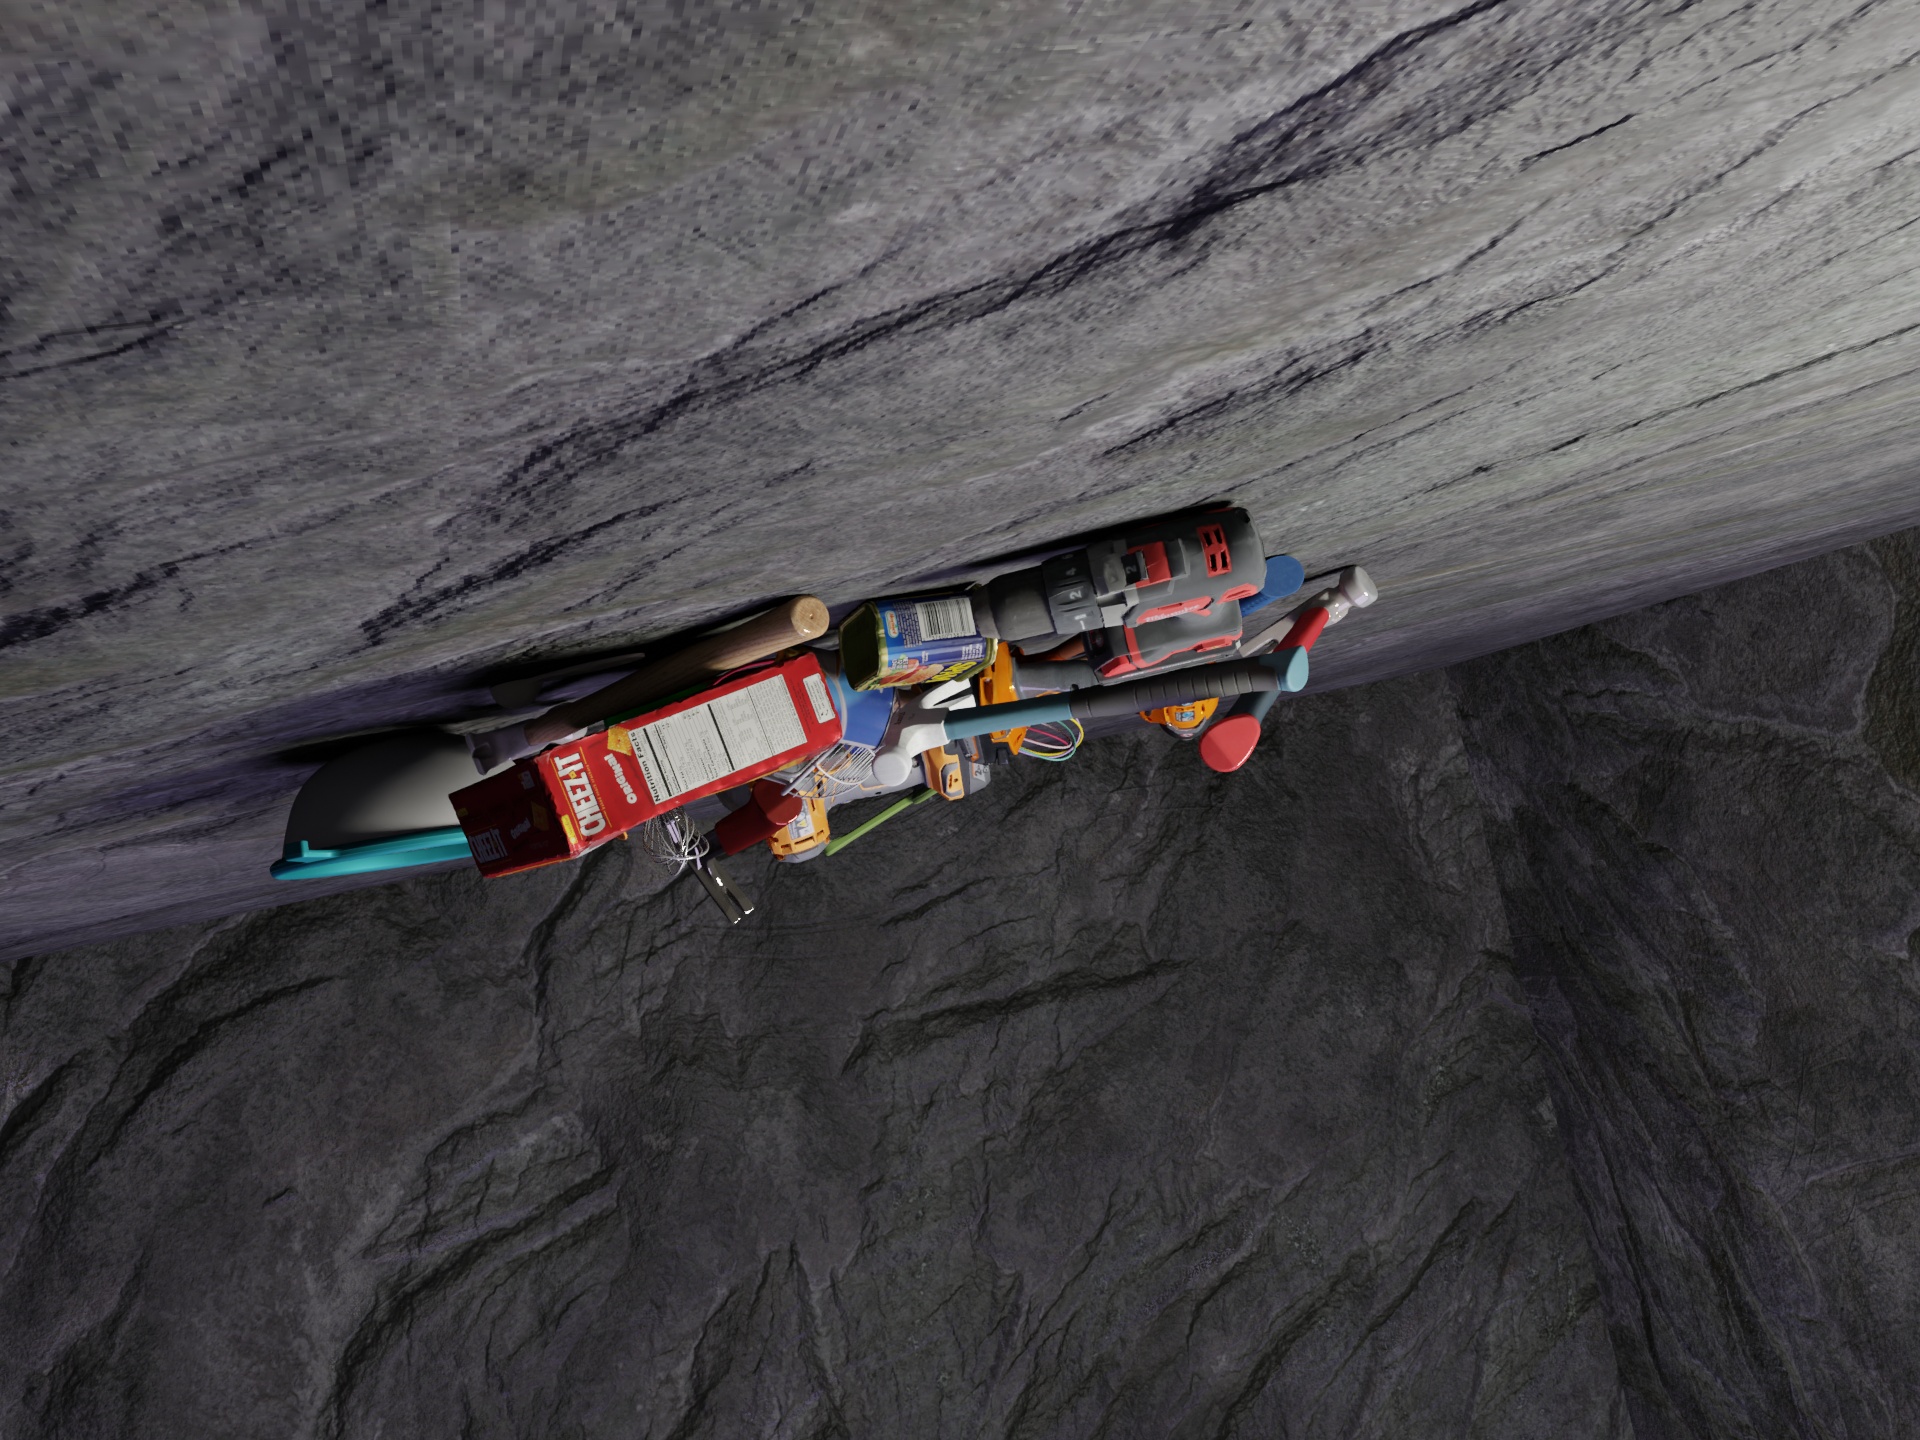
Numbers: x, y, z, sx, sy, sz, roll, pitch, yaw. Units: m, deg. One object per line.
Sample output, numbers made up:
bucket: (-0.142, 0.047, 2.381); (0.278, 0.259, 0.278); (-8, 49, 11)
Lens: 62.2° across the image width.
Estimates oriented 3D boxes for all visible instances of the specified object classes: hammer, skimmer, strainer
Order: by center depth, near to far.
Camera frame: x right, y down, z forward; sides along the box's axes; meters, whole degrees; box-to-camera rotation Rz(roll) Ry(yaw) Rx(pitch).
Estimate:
hammer: (-0.219, -0.022, 1.082); (0.331, 0.031, 0.130); (-19, -175, 37)
hammer: (0.100, -0.014, 1.221); (0.331, 0.033, 0.128); (-9, -156, 15)
strainer: (-0.447, 0.068, 1.275); (0.211, 0.095, 0.340); (-7, 176, -26)
hammer: (0.254, -0.033, 1.340); (0.143, 0.038, 0.386); (-36, -178, 31)
skimmer: (-0.219, 0.012, 1.353); (0.363, 0.090, 0.127); (3, -152, 23)
hammer: (0.240, -0.096, 1.480); (0.144, 0.035, 0.405); (-12, 175, -8)
hammer: (-0.209, 0.115, 1.514); (0.037, 0.149, 0.359); (-38, -176, -24)
strainer: (-0.049, 0.049, 1.675); (0.256, 0.069, 0.151); (-33, -179, -1)

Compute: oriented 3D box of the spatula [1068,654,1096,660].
spatula: (0.028, -0.038, 1.721); (0.317, 0.044, 0.082); (-18, 173, 10)

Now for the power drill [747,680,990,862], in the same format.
power drill: (-0.094, 0.025, 1.510); (0.226, 0.185, 0.084); (-20, -138, -13)

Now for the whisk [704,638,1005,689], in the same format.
whisk: (-0.072, -0.039, 1.230); (0.296, 0.073, 0.073); (-18, 176, -3)

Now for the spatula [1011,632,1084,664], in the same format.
spatula: (0.114, -0.068, 1.415); (0.041, 0.081, 0.322); (10, 159, -30)

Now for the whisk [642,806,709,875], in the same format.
whisk: (-0.289, 0.078, 1.521); (0.059, 0.057, 0.247); (1, -158, -22)

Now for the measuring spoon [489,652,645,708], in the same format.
measuring spoon: (-0.262, -0.026, 1.065); (0.124, 0.018, 0.034); (-12, 176, 24)

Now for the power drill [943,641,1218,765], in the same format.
power drill: (0.109, -0.019, 1.373); (0.226, 0.084, 0.164); (-6, 152, 9)

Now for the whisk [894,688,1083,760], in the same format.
whisk: (-0.003, -0.003, 1.452); (0.245, 0.051, 0.047); (12, 158, -15)

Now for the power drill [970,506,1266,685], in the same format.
power drill: (0.111, -0.080, 1.090); (0.188, 0.080, 0.226); (-13, 173, 7)

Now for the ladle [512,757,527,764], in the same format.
ladle: (-0.312, 0.042, 1.443); (0.315, 0.069, 0.031); (-9, 135, 8)

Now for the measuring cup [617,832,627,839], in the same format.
measuring cup: (-0.328, 0.074, 1.486); (0.052, 0.095, 0.174); (-32, -153, -25)
